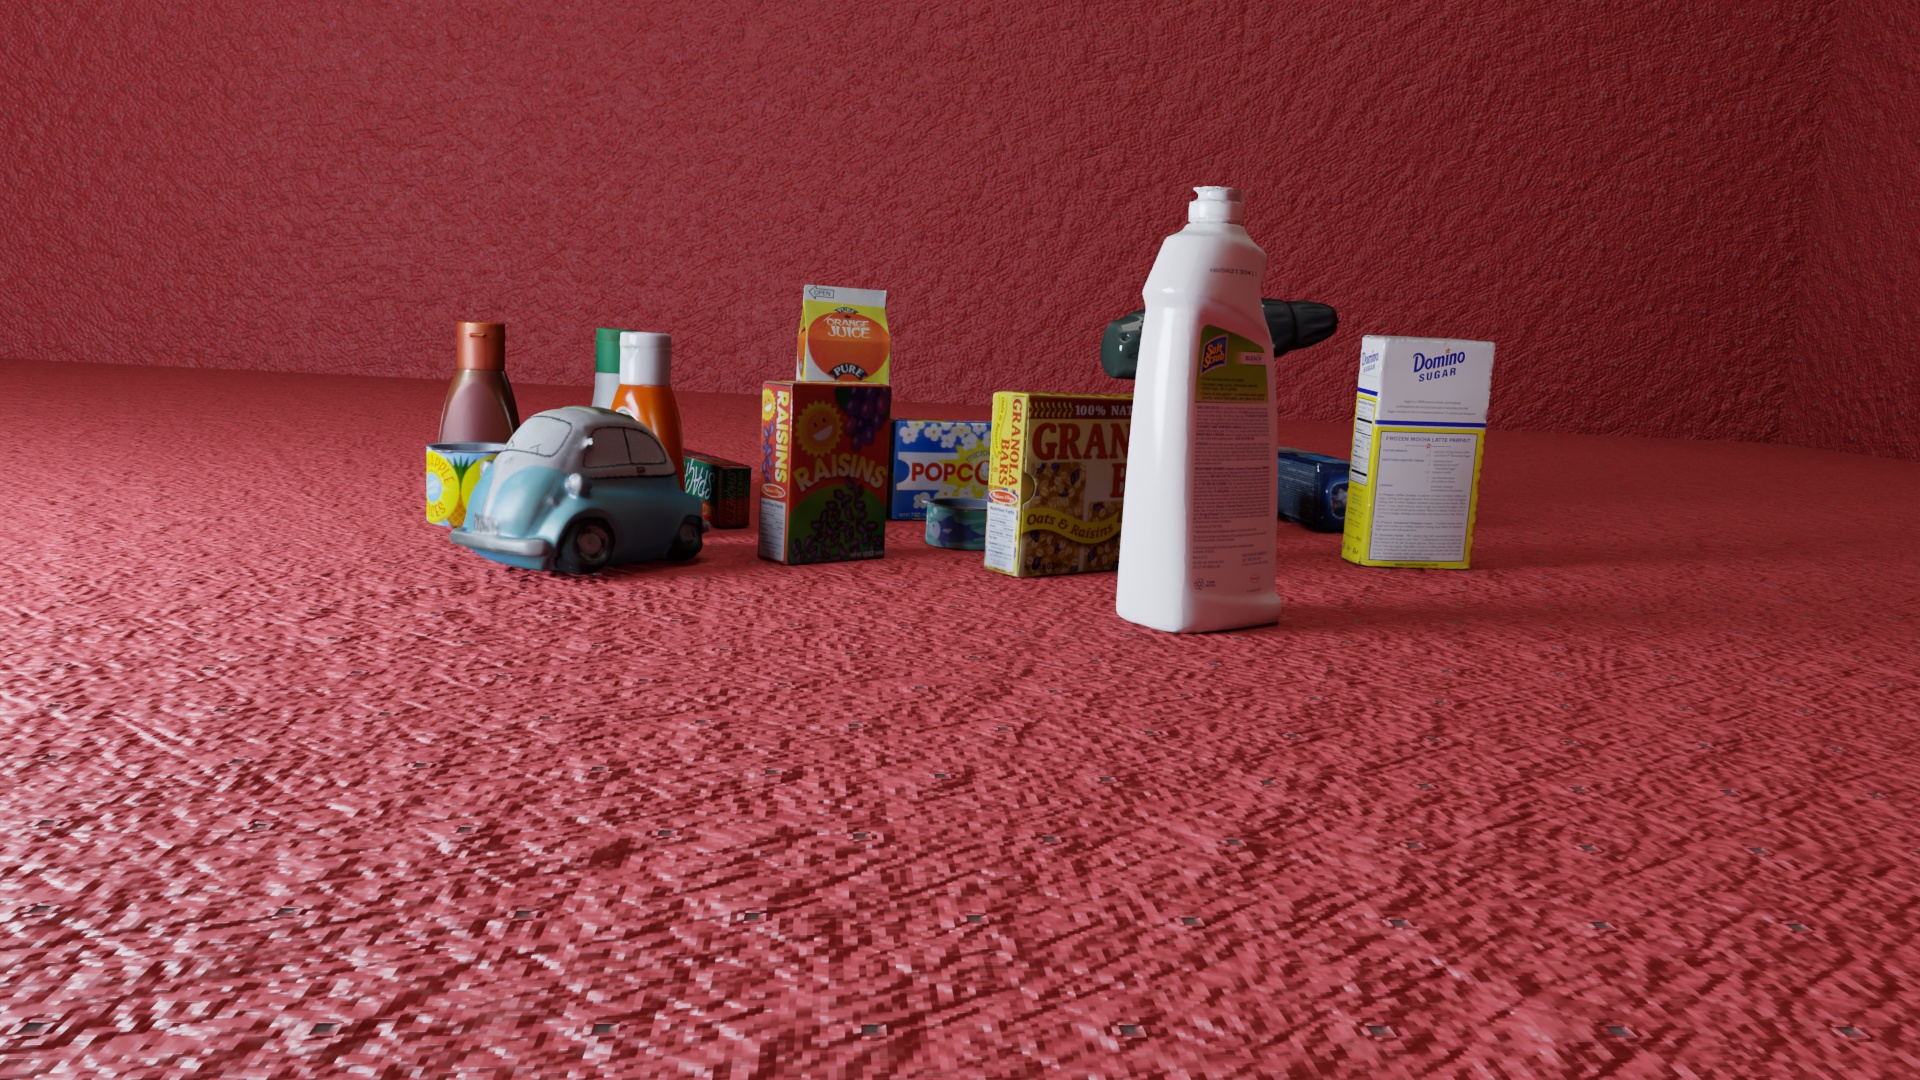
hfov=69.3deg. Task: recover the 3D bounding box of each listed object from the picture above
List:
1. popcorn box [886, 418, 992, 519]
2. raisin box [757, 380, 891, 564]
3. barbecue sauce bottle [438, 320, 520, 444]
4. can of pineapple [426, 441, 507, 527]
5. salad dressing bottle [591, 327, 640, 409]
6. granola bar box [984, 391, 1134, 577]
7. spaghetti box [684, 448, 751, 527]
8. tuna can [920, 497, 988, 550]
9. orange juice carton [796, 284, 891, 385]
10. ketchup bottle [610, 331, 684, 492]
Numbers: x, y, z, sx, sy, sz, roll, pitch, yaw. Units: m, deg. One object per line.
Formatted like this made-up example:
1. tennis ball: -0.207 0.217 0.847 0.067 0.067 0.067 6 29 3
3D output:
1. popcorn box: -0.002 -0.061 1.198 0.127 0.085 0.038 0 9 -19
2. raisin box: -0.094 -0.049 0.963 0.086 0.123 0.040 -4 11 -39
3. barbecue sauce bottle: -0.383 -0.100 1.110 0.065 0.148 0.044 2 8 -9
4. can of pineapple: -0.367 -0.042 1.041 0.071 0.057 0.071 3 9 0
5. salad dressing bottle: -0.295 -0.107 1.191 0.044 0.147 0.064 0 9 -17
6. granola bar box: 0.096 -0.042 0.981 0.166 0.124 0.039 -3 10 -36
7. spaghetti box: -0.239 -0.053 1.177 0.029 0.050 0.250 -2 10 -32
8. tuna can: 0.004 -0.013 1.064 0.071 0.032 0.071 3 9 0
9. orange juice carton: -0.101 -0.117 1.172 0.072 0.192 0.073 1 8 -12
10. ketchup bottle: -0.232 -0.078 1.019 0.065 0.148 0.043 8 10 31
